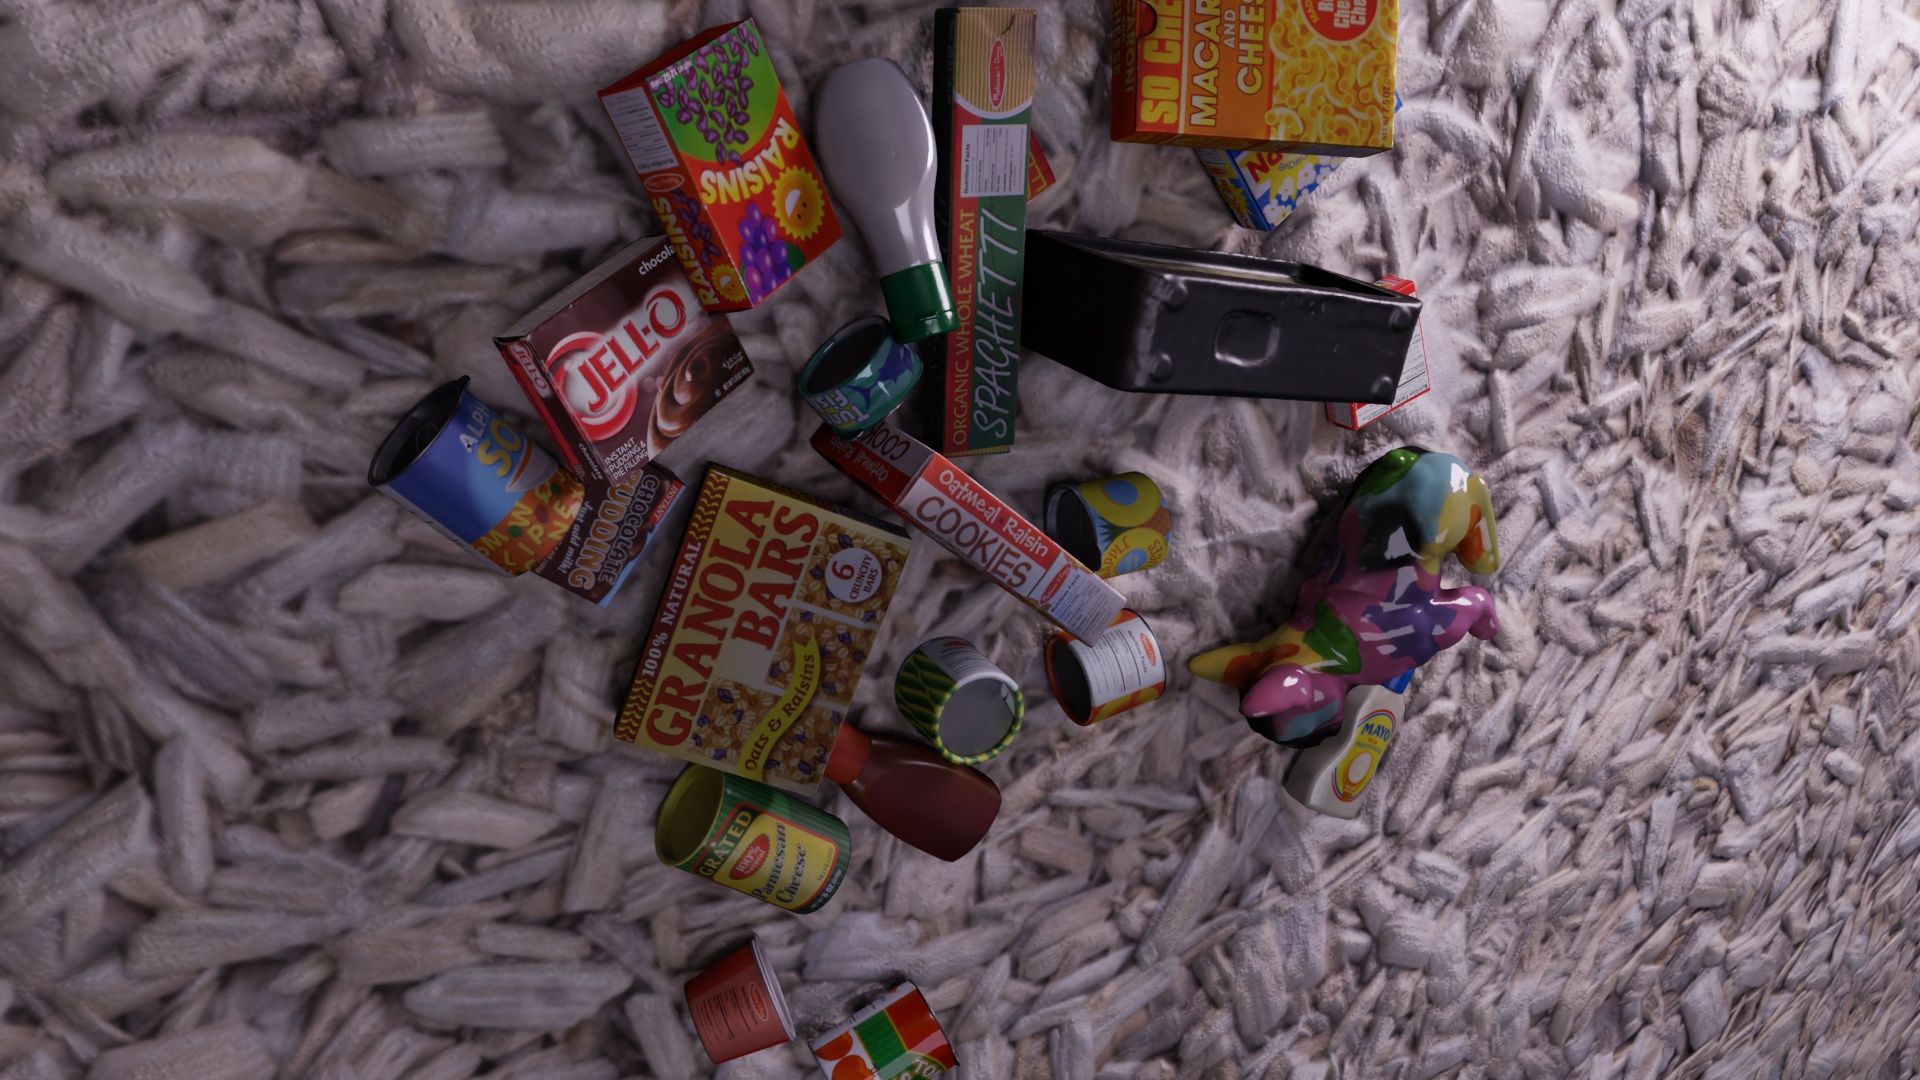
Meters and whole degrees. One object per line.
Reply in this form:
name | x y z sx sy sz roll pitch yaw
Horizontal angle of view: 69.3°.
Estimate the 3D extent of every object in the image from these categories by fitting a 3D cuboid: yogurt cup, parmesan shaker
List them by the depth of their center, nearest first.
parmesan shaker | -0.124 0.181 0.853 0.103 0.071 0.071 32 92 -33
yogurt cup | -0.142 0.299 0.891 0.054 0.072 0.072 -23 118 -10

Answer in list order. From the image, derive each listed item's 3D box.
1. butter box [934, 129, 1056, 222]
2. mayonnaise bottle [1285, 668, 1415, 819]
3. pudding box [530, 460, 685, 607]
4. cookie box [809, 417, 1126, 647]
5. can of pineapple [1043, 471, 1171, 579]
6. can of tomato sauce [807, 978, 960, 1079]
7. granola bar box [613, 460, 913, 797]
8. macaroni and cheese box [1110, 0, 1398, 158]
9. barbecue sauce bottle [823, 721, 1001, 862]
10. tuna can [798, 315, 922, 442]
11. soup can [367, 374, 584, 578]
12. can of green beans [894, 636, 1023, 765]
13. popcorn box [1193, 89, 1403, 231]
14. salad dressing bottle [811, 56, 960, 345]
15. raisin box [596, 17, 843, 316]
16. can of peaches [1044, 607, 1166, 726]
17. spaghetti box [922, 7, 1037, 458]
butter box | 0.002 -0.201 0.802 0.104 0.024 0.053 -39 123 -10
mayonnaise bottle | 0.313 0.144 1.090 0.065 0.041 0.148 21 98 -31
pudding box | -0.196 -0.011 0.764 0.049 0.030 0.083 34 91 -34
cookie box | 0.003 -0.010 0.815 0.167 0.123 0.040 36 89 -33
can of pineapple | 0.096 -0.007 0.899 0.058 0.071 0.070 -12 114 -24
can of tomato sauce | -0.053 0.355 0.955 0.083 0.071 0.071 -28 120 -16
granola bar box | -0.115 0.052 0.806 0.124 0.039 0.165 19 99 -13
macaroni and cheese box | 0.174 -0.294 0.814 0.167 0.040 0.123 -1 95 -15
barbecue sauce bottle | -0.043 0.155 0.901 0.148 0.044 0.065 34 96 -33
tuna can | -0.058 -0.092 0.784 0.071 0.071 0.032 -46 122 -6
soup can | -0.243 -0.032 0.708 0.071 0.071 0.083 -49 124 -4
can of green beans | -0.001 0.103 0.895 0.071 0.058 0.071 -10 113 -25
popcorn box | 0.210 -0.269 0.880 0.127 0.038 0.085 -44 122 -7
salad dressing bottle | -0.037 -0.181 0.749 0.064 0.044 0.147 -16 96 -4
raisin box | -0.119 -0.190 0.712 0.086 0.040 0.123 -50 128 -39
can of peaches | 0.096 0.086 0.938 0.058 0.071 0.071 -18 116 -21
spaghetti box | 0.009 -0.169 0.785 0.050 0.029 0.249 -9 114 -26
